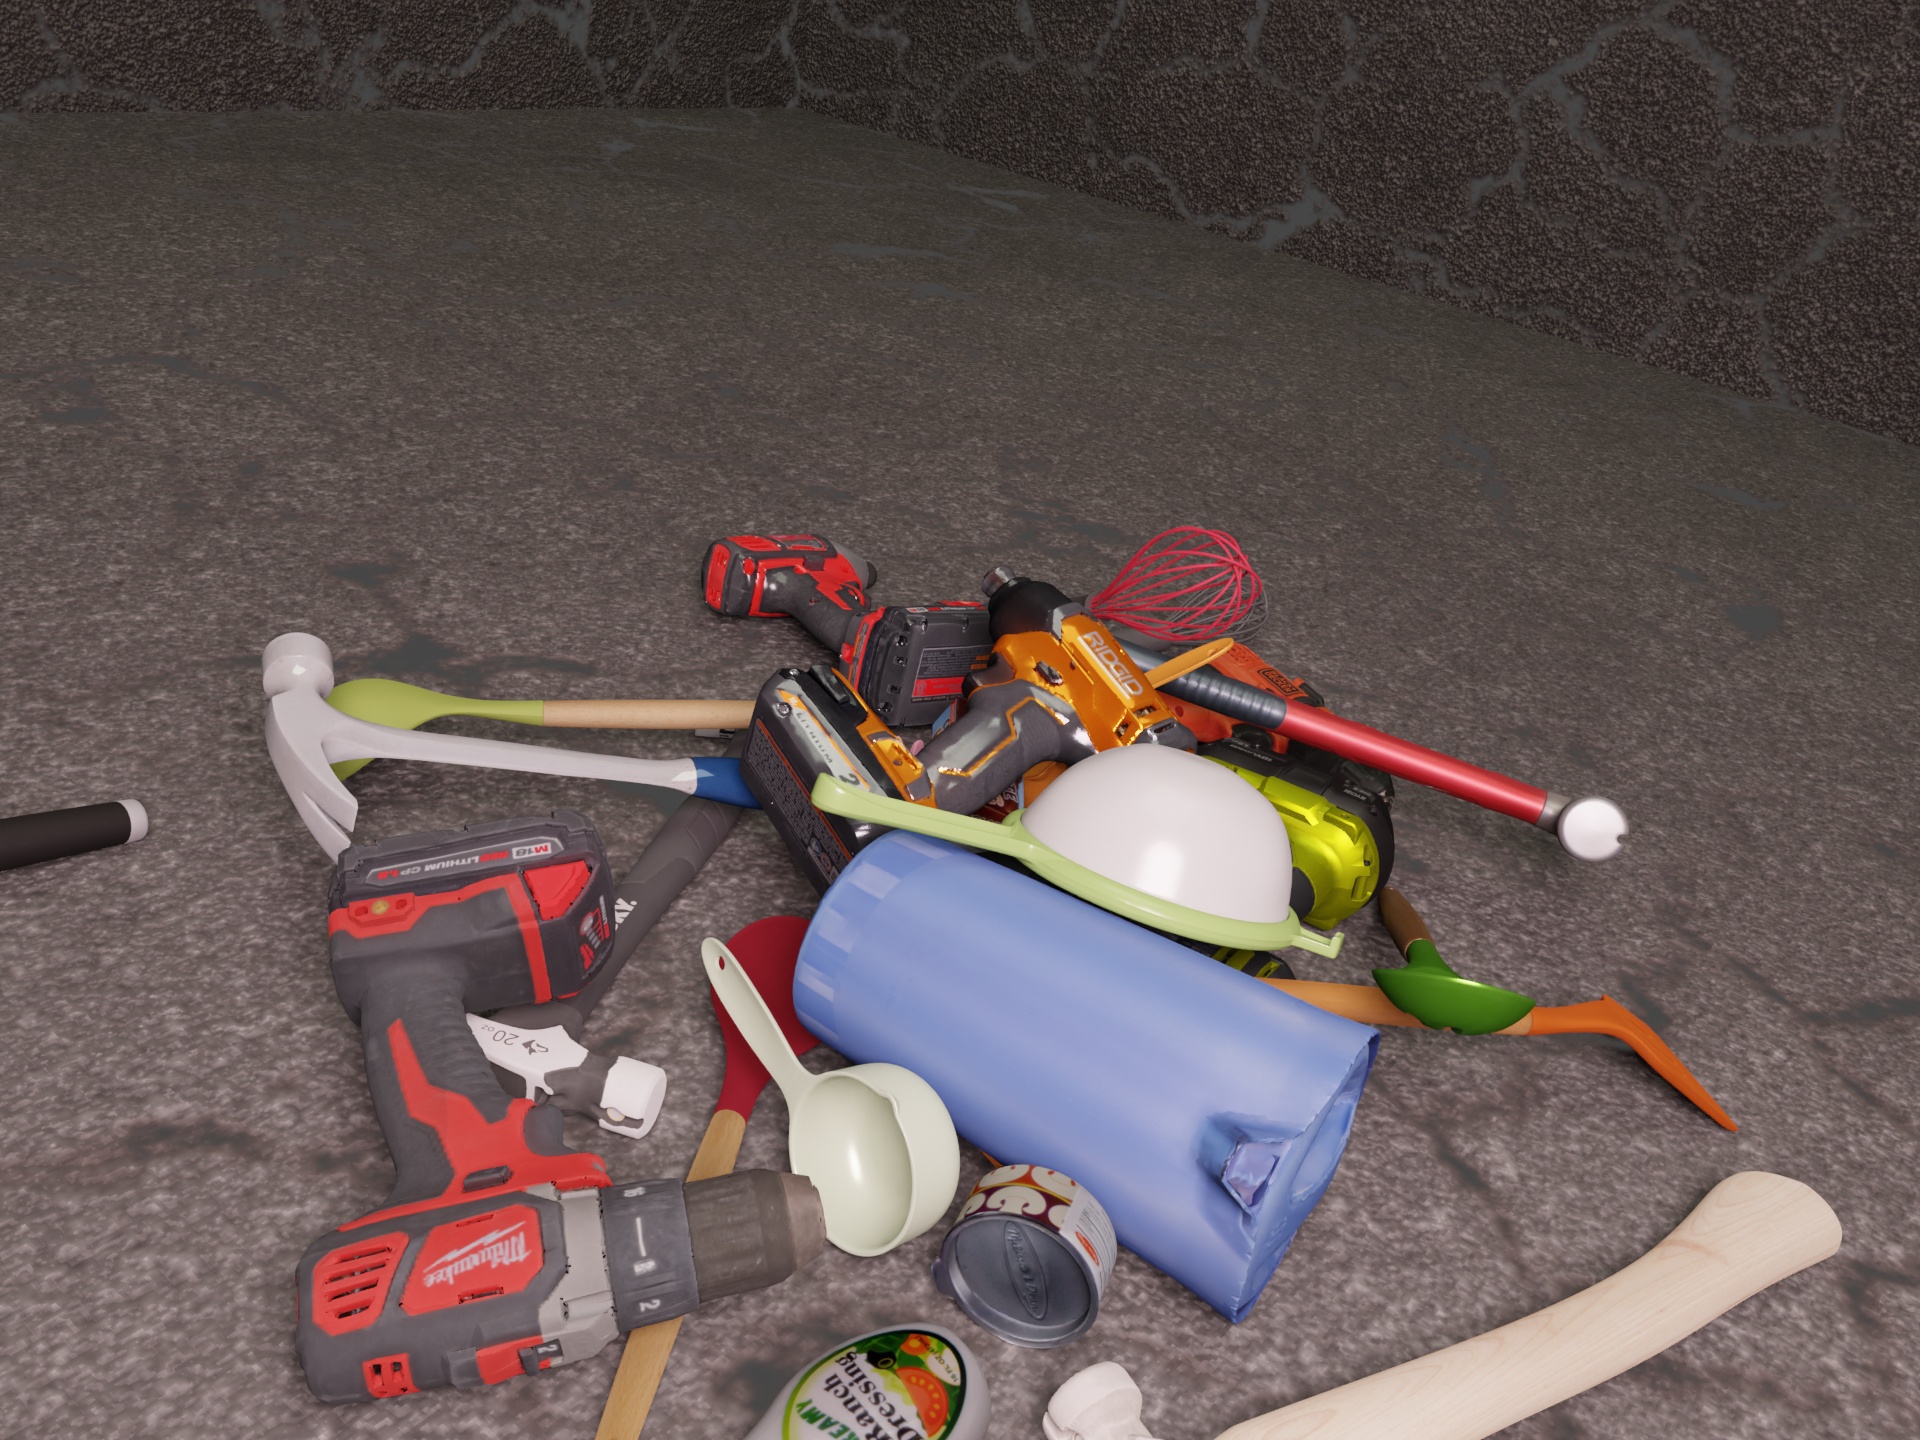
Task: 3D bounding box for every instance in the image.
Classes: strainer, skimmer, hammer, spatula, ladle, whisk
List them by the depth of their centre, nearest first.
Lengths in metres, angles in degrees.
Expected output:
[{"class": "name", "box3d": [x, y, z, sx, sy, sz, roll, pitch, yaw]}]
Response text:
[{"class": "hammer", "box3d": [0.239, 0.268, 0.646, 0.410, 0.038, 0.146, -8, 35, -31]}, {"class": "ladle", "box3d": [-0.104, 0.190, 0.682, 0.069, 0.031, 0.316, 18, 30, -2]}, {"class": "skimmer", "box3d": [-0.532, 0.106, 0.687, 0.127, 0.090, 0.363, 23, 20, 27]}, {"class": "strainer", "box3d": [0.055, 0.037, 0.734, 0.256, 0.069, 0.152, 15, 10, -29]}, {"class": "spatula", "box3d": [0.260, 0.156, 0.801, 0.322, 0.041, 0.081, 9, 28, -21]}, {"class": "hammer", "box3d": [-0.169, 0.086, 0.842, 0.146, 0.035, 0.335, 15, 28, 8]}, {"class": "hammer", "box3d": [-0.154, 0.033, 0.851, 0.405, 0.035, 0.144, 9, 32, -31]}, {"class": "ladle", "box3d": [-0.217, 0.008, 0.929, 0.320, 0.062, 0.078, 0, 14, -17]}, {"class": "hammer", "box3d": [0.214, 0.001, 1.002, 0.386, 0.038, 0.143, 21, 5, 14]}, {"class": "whisk", "box3d": [0.106, -0.080, 1.091, 0.073, 0.073, 0.296, -5, -2, -27]}, {"class": "whisk", "box3d": [0.155, -0.069, 1.227, 0.239, 0.055, 0.055, -18, 39, -36]}]

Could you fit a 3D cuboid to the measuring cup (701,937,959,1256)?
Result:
[{"class": "measuring cup", "box3d": [-0.059, 0.153, 0.692, 0.038, 0.083, 0.168, -2, 41, -46]}]

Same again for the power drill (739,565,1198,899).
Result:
[{"class": "power drill", "box3d": [-0.001, -0.003, 0.863, 0.226, 0.084, 0.164, -20, 61, -32]}]

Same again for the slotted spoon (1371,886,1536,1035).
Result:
[{"class": "slotted spoon", "box3d": [0.236, 0.116, 0.819, 0.070, 0.031, 0.314, 11, 5, 9]}]

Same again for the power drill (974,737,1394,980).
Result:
[{"class": "power drill", "box3d": [0.125, 0.092, 0.891, 0.191, 0.080, 0.228, 24, 33, 29]}]

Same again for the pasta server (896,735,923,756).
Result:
[{"class": "pasta server", "box3d": [0.029, 0.001, 1.062, 0.316, 0.040, 0.060, -16, 11, -43]}]

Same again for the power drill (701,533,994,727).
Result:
[{"class": "power drill", "box3d": [-0.070, -0.075, 1.125, 0.143, 0.078, 0.220, -5, 27, -43]}]

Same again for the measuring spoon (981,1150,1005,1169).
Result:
[{"class": "measuring spoon", "box3d": [0.024, 0.197, 0.727, 0.021, 0.011, 0.117, -16, 38, -40]}]

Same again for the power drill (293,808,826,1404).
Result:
[{"class": "power drill", "box3d": [-0.164, 0.146, 0.637, 0.188, 0.080, 0.227, -9, 47, -13]}]

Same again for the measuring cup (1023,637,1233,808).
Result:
[{"class": "measuring cup", "box3d": [0.100, 0.008, 0.963, 0.173, 0.052, 0.095, -28, 23, 23]}]
